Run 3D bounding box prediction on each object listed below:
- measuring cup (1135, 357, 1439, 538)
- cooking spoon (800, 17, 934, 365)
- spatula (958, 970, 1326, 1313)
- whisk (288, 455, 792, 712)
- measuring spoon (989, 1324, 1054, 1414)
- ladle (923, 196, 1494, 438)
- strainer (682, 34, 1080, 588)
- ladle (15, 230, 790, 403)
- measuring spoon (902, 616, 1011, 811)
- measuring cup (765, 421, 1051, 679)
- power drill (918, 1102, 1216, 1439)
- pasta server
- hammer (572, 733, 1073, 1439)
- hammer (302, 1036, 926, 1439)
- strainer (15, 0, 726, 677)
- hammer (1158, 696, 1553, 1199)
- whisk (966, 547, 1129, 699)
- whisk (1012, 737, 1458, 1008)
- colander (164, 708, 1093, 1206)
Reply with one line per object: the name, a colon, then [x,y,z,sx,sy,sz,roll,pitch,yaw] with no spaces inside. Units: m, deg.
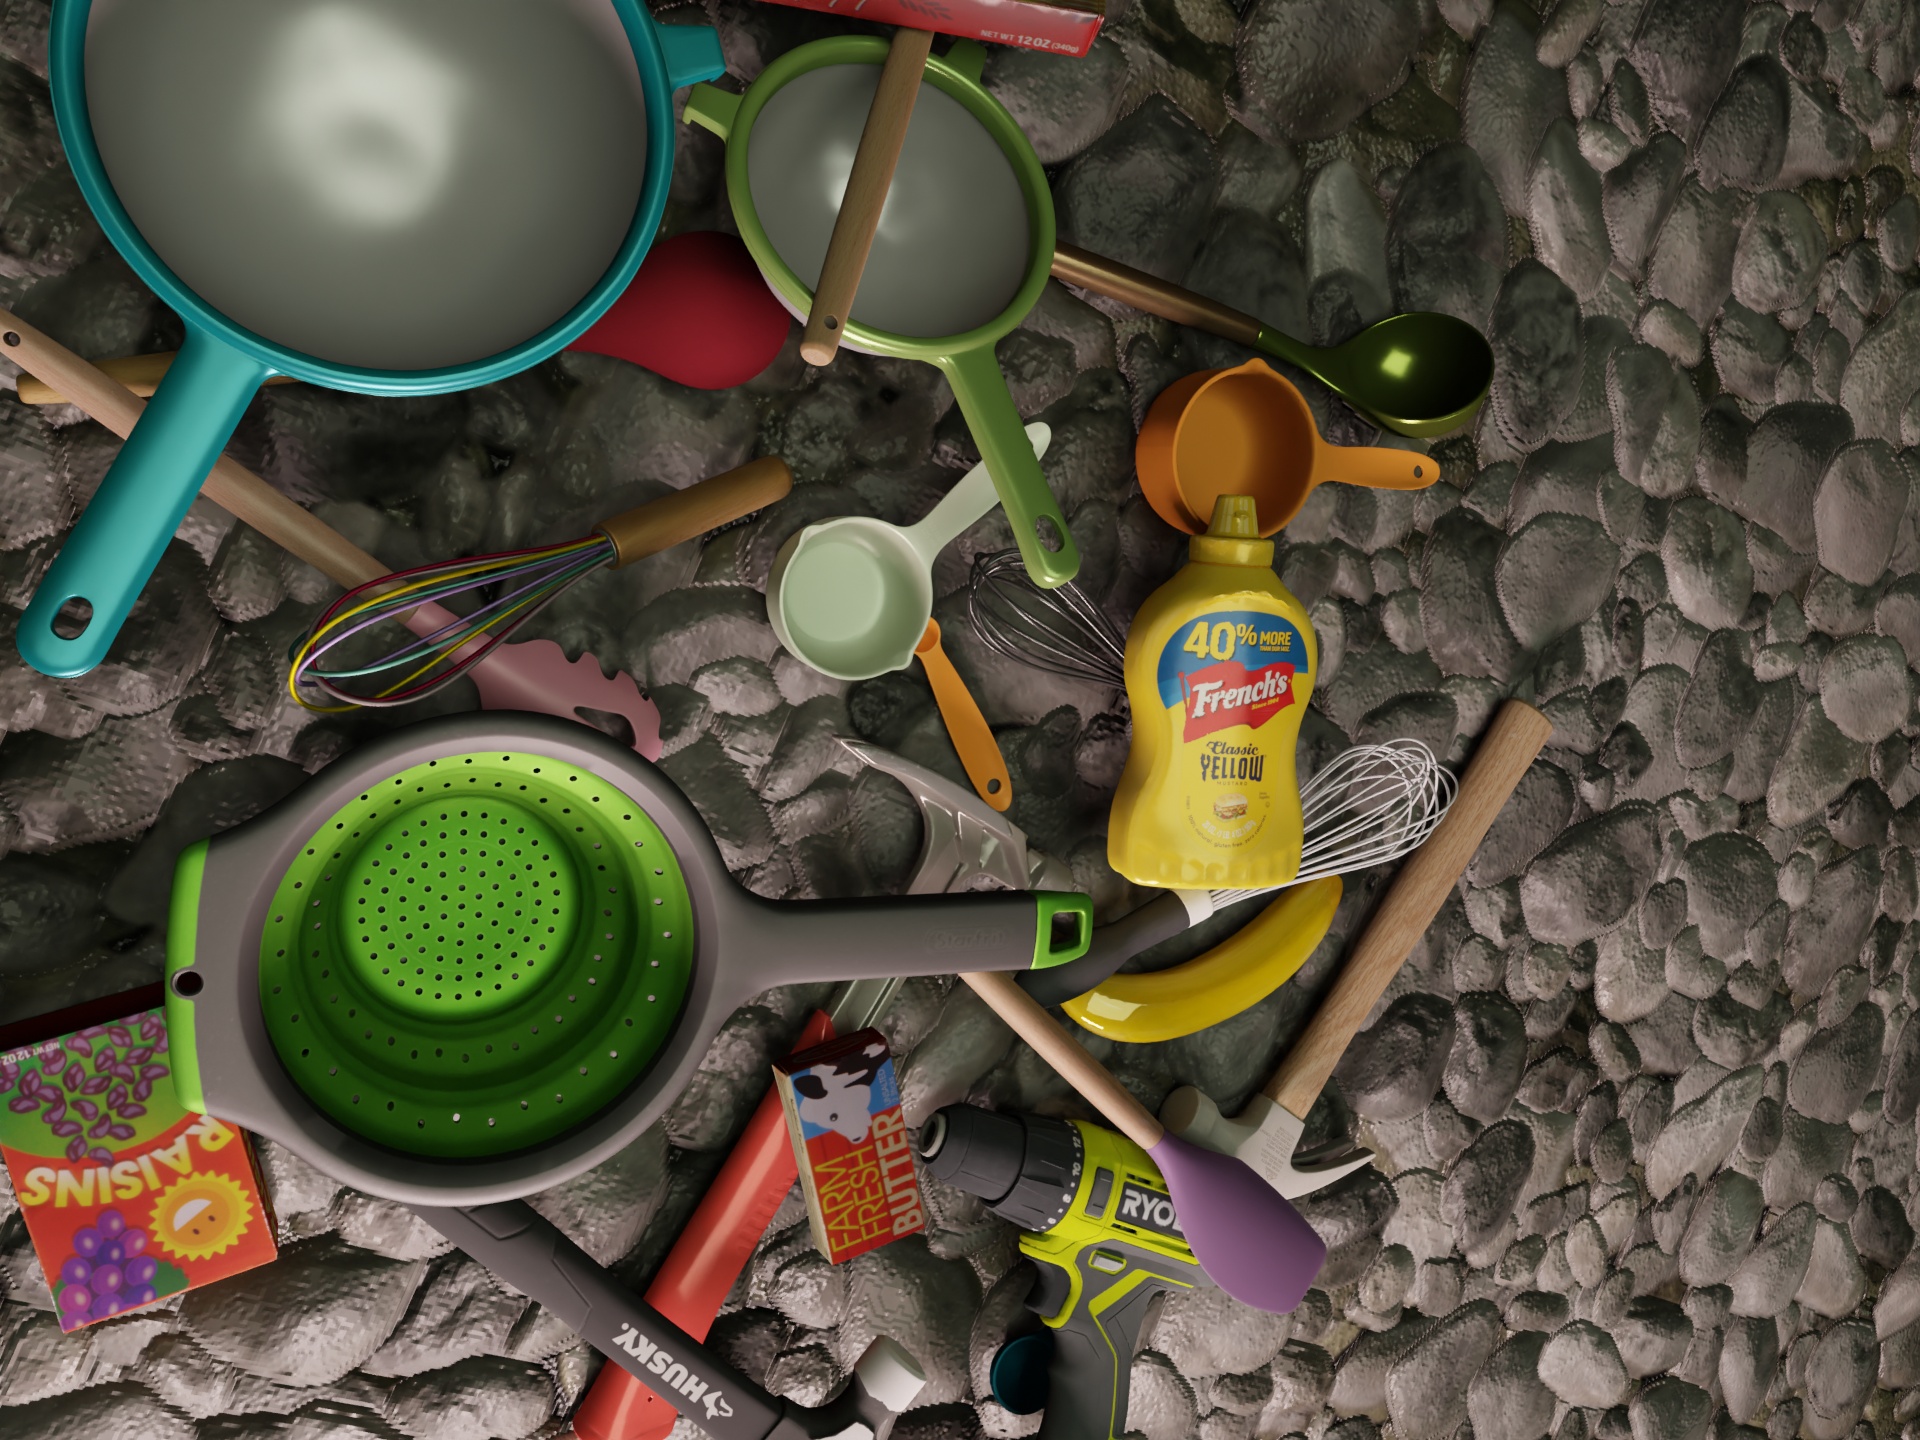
measuring cup: [0.171,-0.137,0.837,0.173,0.052,0.095,0,99,-27]
cooking spoon: [-0.021,-0.290,0.683,0.068,0.017,0.319,22,69,-22]
spatula: [0.080,0.198,0.809,0.315,0.018,0.060,46,68,-16]
whisk: [-0.169,-0.063,0.669,0.245,0.051,0.047,-31,122,-37]
measuring spoon: [0.059,0.325,0.887,0.042,0.021,0.129,45,70,-15]
ladle: [0.133,-0.212,0.804,0.320,0.062,0.078,14,56,-23]
strainer: [-0.017,-0.171,0.706,0.151,0.069,0.256,-23,88,-27]
ladle: [-0.217,-0.159,0.665,0.315,0.031,0.069,-13,103,-21]
measuring spoon: [-0.001,-0.003,0.803,0.021,0.011,0.116,-33,115,-17]
measuring cup: [-0.023,-0.089,0.762,0.167,0.038,0.083,-43,114,-15]
power drill: [0.040,0.320,0.825,0.190,0.080,0.228,24,76,-21]
pasta server: [-0.250,-0.062,0.657,0.316,0.040,0.060,38,82,-25]
hammer: [-0.088,0.189,0.779,0.149,0.037,0.359,34,83,-26]
hammer: [-0.180,0.259,0.718,0.334,0.035,0.146,44,82,-14]
strainer: [-0.251,-0.169,0.602,0.210,0.095,0.340,30,84,-20]
hammer: [0.251,0.131,0.931,0.130,0.031,0.331,38,82,-25]
whisk: [0.094,-0.020,0.824,0.238,0.055,0.055,30,86,-30]
whisk: [0.149,0.084,0.850,0.284,0.070,0.070,-26,109,-19]
colander: [-0.131,0.091,0.708,0.397,0.094,0.204,1,99,-25]
